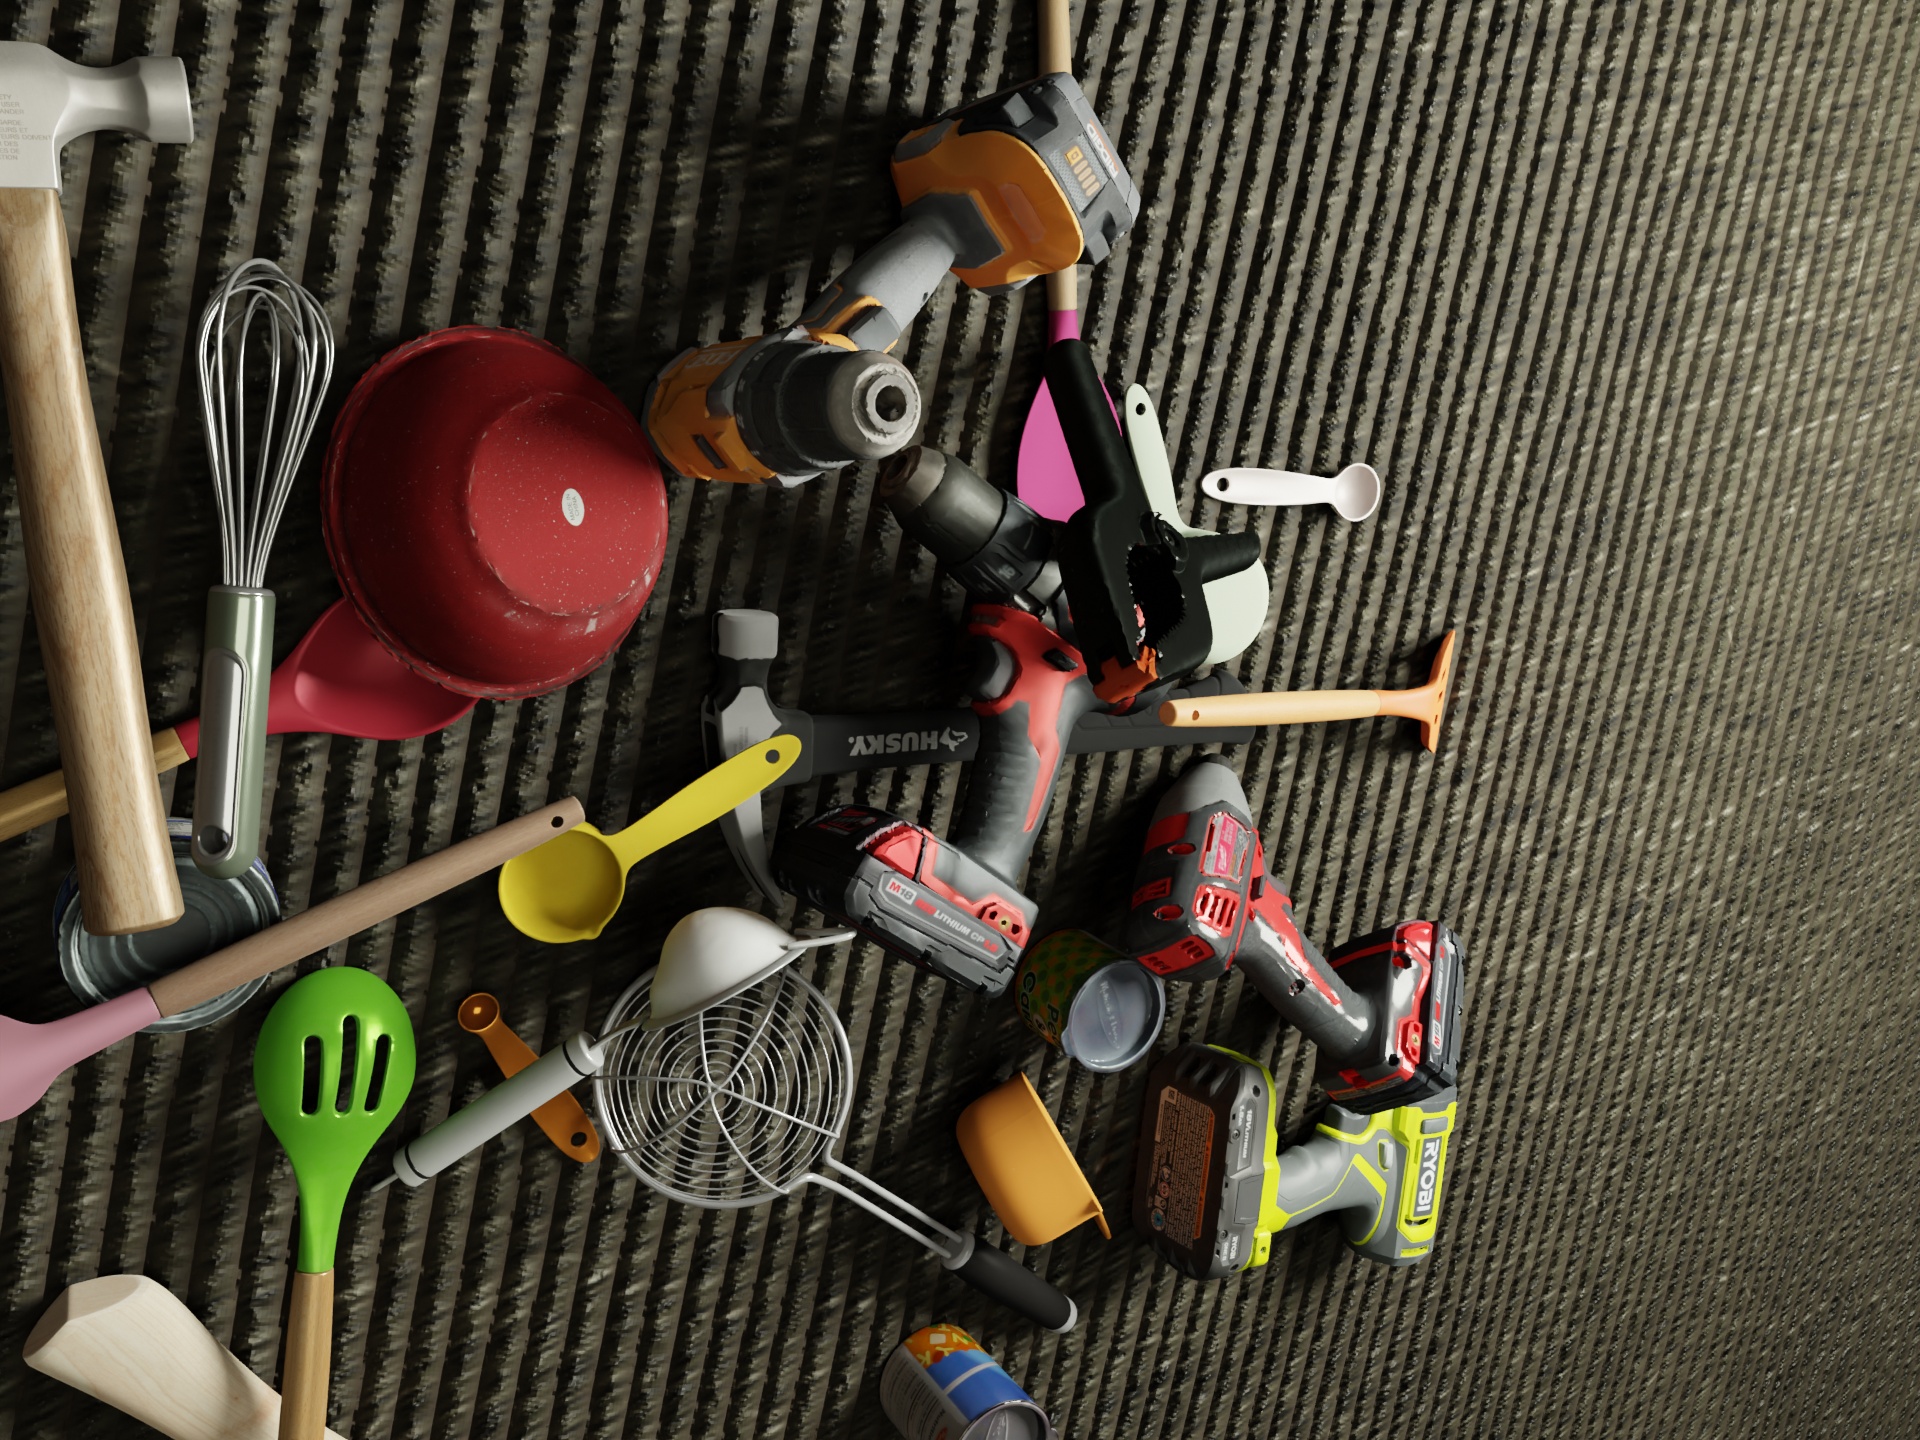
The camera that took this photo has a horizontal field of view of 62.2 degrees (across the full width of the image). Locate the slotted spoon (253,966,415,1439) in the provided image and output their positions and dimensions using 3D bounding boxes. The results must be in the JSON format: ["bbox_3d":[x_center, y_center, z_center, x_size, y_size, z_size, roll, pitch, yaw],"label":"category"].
[{"bbox_3d":[-0.285,0.268,0.703,0.070,0.031,0.314,5,90,-36],"label":"slotted spoon"}]

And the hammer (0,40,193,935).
[{"bbox_3d":[-0.340,-0.081,0.599,0.130,0.031,0.331,-9,98,-26],"label":"hammer"}]

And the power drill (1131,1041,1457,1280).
[{"bbox_3d":[0.223,0.263,1.007,0.223,0.080,0.171,4,95,-34],"label":"power drill"}]

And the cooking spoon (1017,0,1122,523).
[{"bbox_3d":[0.052,-0.238,0.821,0.068,0.017,0.318,-11,107,-28],"label":"cooking spoon"}]

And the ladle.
[{"bbox_3d":[-0.342,0.021,0.645,0.315,0.031,0.069,-26,104,-21],"label":"ladle"}]

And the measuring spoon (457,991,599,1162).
[{"bbox_3d":[-0.208,0.174,0.771,0.021,0.011,0.116,-38,121,-18],"label":"measuring spoon"}]

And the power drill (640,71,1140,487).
[{"bbox_3d":[-0.022,-0.186,0.695,0.226,0.185,0.084,-46,118,-17],"label":"power drill"}]

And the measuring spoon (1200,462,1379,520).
[{"bbox_3d":[0.191,-0.137,0.933,0.124,0.018,0.034,0,101,-24],"label":"measuring spoon"}]

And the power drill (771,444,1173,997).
[{"bbox_3d":[-0.001,-0.002,0.771,0.187,0.080,0.227,36,76,-31],"label":"power drill"}]

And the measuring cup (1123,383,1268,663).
[{"bbox_3d":[0.126,-0.107,0.882,0.083,0.038,0.167,-31,117,-21],"label":"measuring cup"}]

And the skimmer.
[{"bbox_3d":[-0.048,0.249,0.869,0.127,0.090,0.362,-47,131,-4],"label":"skimmer"}]

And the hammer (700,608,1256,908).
[{"bbox_3d":[0.023,0.011,0.853,0.334,0.035,0.146,-4,103,-30],"label":"hammer"}]

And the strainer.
[{"bbox_3d":[-0.168,0.147,0.729,0.258,0.087,0.050,-33,94,5],"label":"strainer"}]

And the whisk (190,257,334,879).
[{"bbox_3d":[-0.285,-0.059,0.631,0.058,0.059,0.246,5,92,7],"label":"whisk"}]

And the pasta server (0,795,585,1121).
[{"bbox_3d":[-0.301,0.099,0.647,0.316,0.040,0.060,-26,113,-27],"label":"pasta server"}]

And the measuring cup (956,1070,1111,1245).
[{"bbox_3d":[0.047,0.272,0.912,0.052,0.095,0.173,-29,137,-5],"label":"measuring cup"}]

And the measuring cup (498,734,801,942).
[{"bbox_3d":[-0.146,0.047,0.752,0.156,0.029,0.062,-31,112,-11],"label":"measuring cup"}]

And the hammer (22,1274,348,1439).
[{"bbox_3d":[-0.271,0.394,0.768,0.146,0.038,0.410,-48,120,-11],"label":"hammer"}]

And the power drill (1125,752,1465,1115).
[{"bbox_3d":[0.193,0.122,0.925,0.219,0.078,0.143,37,47,-20],"label":"power drill"}]

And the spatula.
[{"bbox_3d":[0.213,-0.010,0.912,0.322,0.041,0.081,-3,103,-44],"label":"spatula"}]
